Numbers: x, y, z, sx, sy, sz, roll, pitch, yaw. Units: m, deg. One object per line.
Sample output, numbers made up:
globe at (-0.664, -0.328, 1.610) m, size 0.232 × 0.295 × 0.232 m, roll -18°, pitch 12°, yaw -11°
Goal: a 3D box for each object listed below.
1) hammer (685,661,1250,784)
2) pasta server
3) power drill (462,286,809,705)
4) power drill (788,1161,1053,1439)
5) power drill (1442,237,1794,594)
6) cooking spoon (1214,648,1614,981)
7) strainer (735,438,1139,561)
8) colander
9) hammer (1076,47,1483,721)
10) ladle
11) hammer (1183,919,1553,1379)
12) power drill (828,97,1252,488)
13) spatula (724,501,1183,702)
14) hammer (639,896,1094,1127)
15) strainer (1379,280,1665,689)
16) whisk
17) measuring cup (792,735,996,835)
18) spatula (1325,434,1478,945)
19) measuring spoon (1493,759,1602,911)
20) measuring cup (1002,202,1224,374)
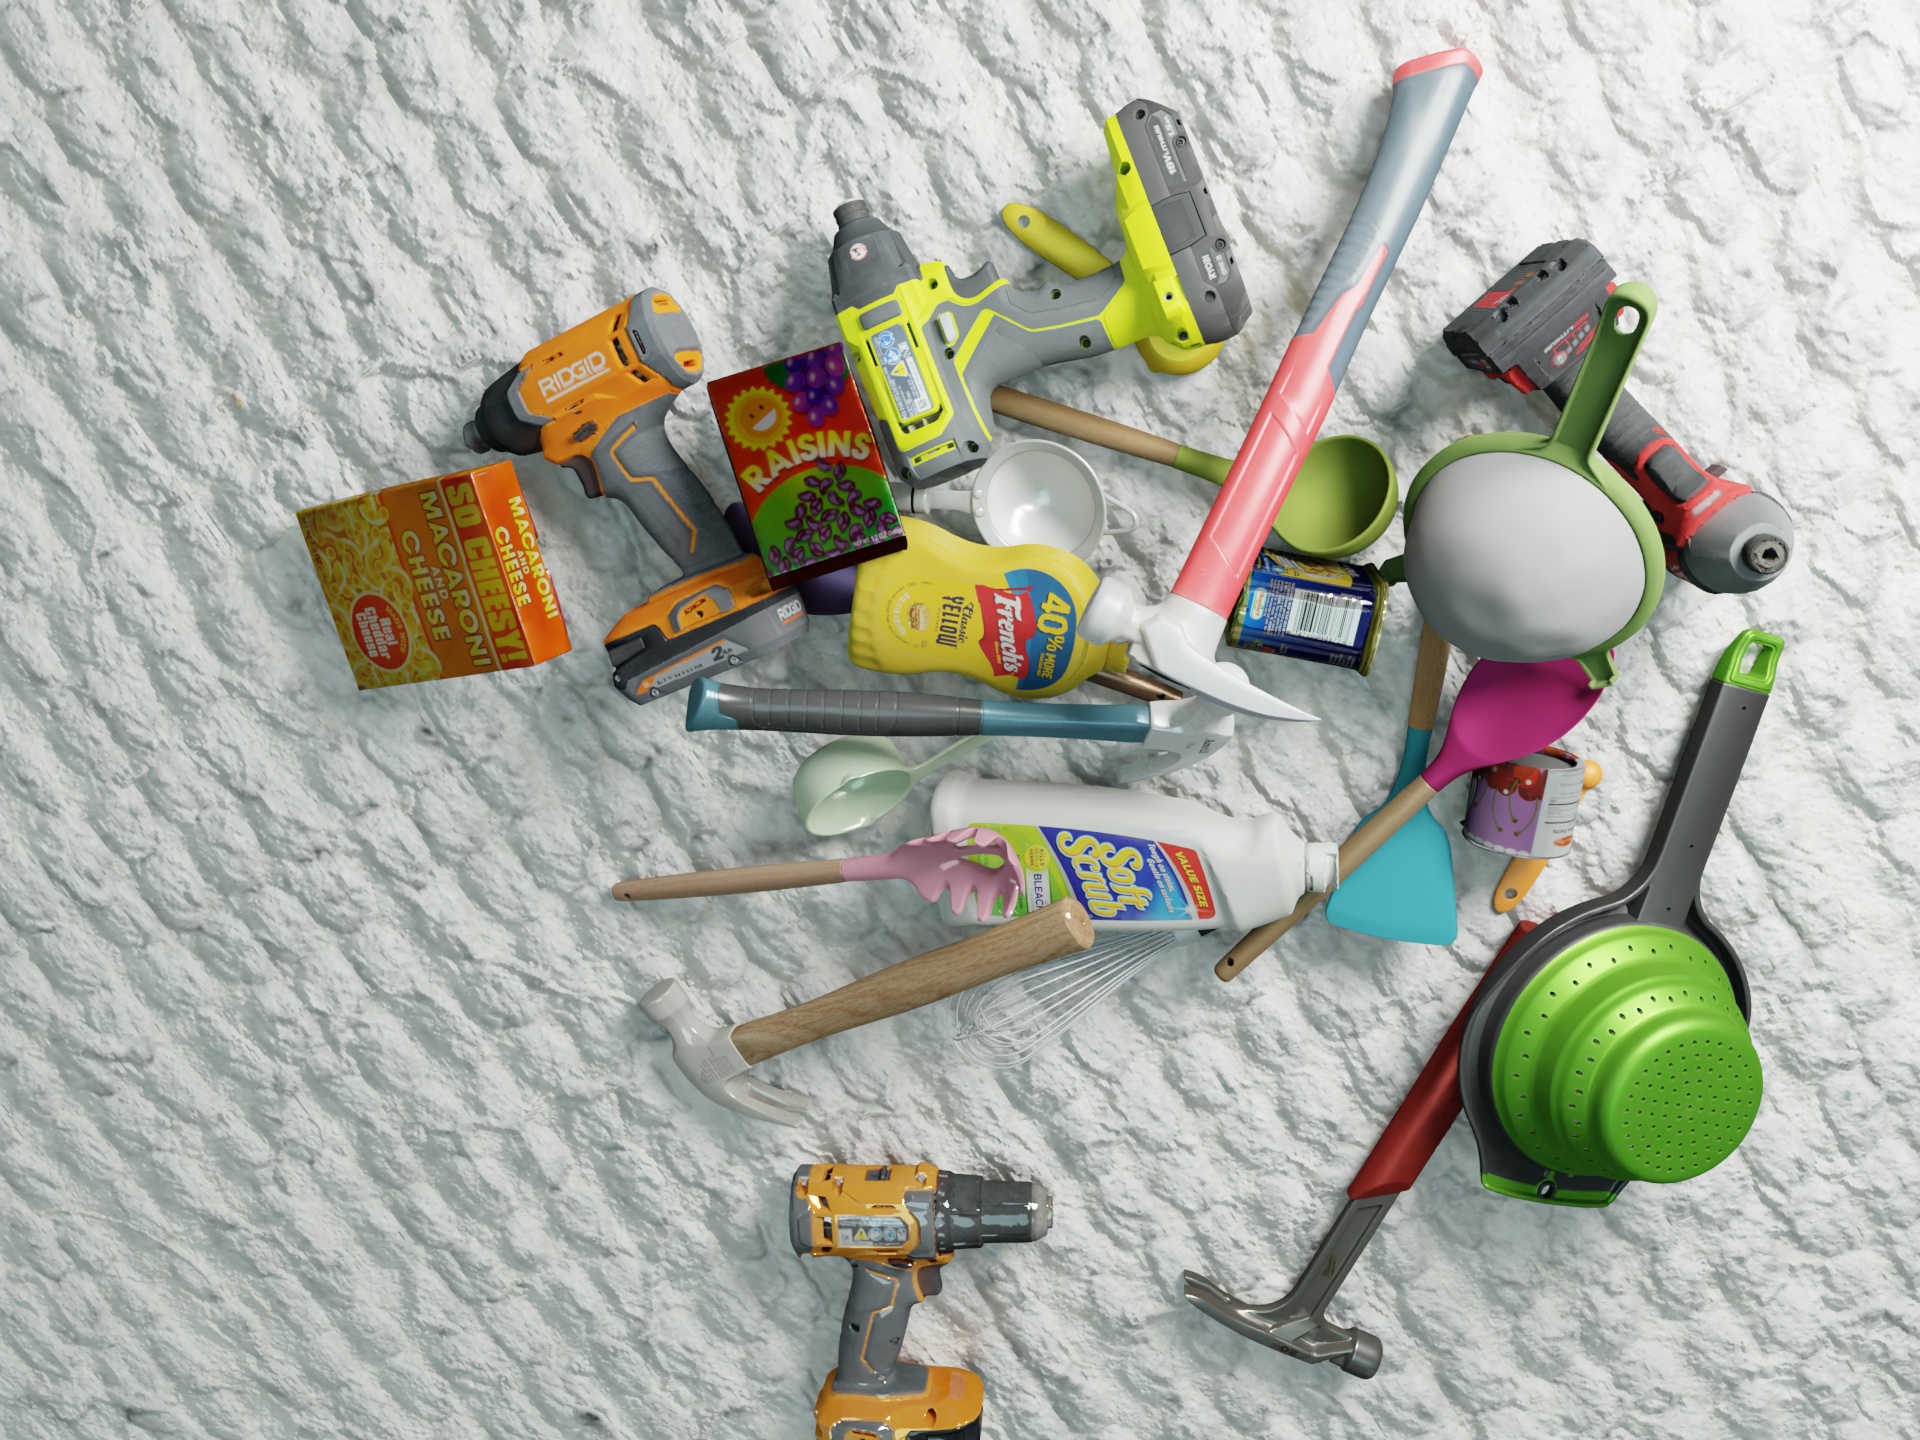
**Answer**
hammer at (-0.002, -0.003, 0.963) m, size 0.331 × 0.128 × 0.033 m, roll 2°, pitch 67°, yaw -3°
pasta server at (-0.099, 0.103, 1.025) m, size 0.316 × 0.040 × 0.060 m, roll -8°, pitch 117°, yaw 26°
power drill at (-0.206, -0.130, 0.987) m, size 0.164 × 0.084 × 0.226 m, roll -20°, pitch 99°, yaw 20°
power drill at (-0.024, 0.423, 1.137) m, size 0.185 × 0.084 × 0.226 m, roll -2°, pitch 102°, yaw 5°
power drill at (0.377, -0.161, 0.892) m, size 0.078 × 0.143 × 0.219 m, roll -42°, pitch 96°, yaw 15°
cooking spoon at (0.272, 0.056, 0.989) m, size 0.319 × 0.017 × 0.069 m, roll -47°, pitch 65°, yaw 18°
strainer at (-0.016, -0.140, 0.989) m, size 0.258 × 0.050 × 0.086 m, roll 5°, pitch 119°, yaw 10°
colander at (0.447, 0.142, 0.979) m, size 0.204 × 0.095 × 0.397 m, roll 12°, pitch 102°, yaw -16°
hammer at (0.211, -0.190, 0.888) m, size 0.143 × 0.038 × 0.386 m, roll 26°, pitch 88°, yaw -2°
ladle at (0.106, -0.172, 0.960) m, size 0.320 × 0.062 × 0.078 m, roll 18°, pitch 81°, yaw 3°
hammer at (0.295, 0.288, 1.086) m, size 0.149 × 0.037 × 0.359 m, roll 25°, pitch 108°, yaw -2°
power drill at (0.039, -0.253, 0.912) m, size 0.223 × 0.080 × 0.171 m, roll -21°, pitch 89°, yaw 14°
spatula at (-0.008, -0.064, 1.021) m, size 0.316 × 0.018 × 0.059 m, roll 19°, pitch 108°, yaw 1°
hammer at (-0.057, 0.186, 1.054) m, size 0.331 × 0.031 × 0.130 m, roll -24°, pitch 107°, yaw 27°
strainer at (0.307, -0.113, 0.848) m, size 0.151 × 0.069 × 0.256 m, roll 31°, pitch 148°, yaw 21°
whisk at (0.120, 0.152, 1.056) m, size 0.284 × 0.070 × 0.070 m, roll -27°, pitch 102°, yaw 8°
measuring cup at (-0.033, 0.018, 1.035) m, size 0.167 × 0.083 × 0.038 m, roll -28°, pitch 66°, yaw -6°
spatula at (0.293, -0.018, 0.992) m, size 0.082 × 0.044 × 0.317 m, roll 10°, pitch 106°, yaw 15°
measuring spoon at (0.379, 0.077, 1.028) m, size 0.021 × 0.011 × 0.117 m, roll 26°, pitch 107°, yaw -2°
measuring cup at (0.090, -0.261, 0.947) m, size 0.156 × 0.029 × 0.062 m, roll 33°, pitch 106°, yaw -5°
